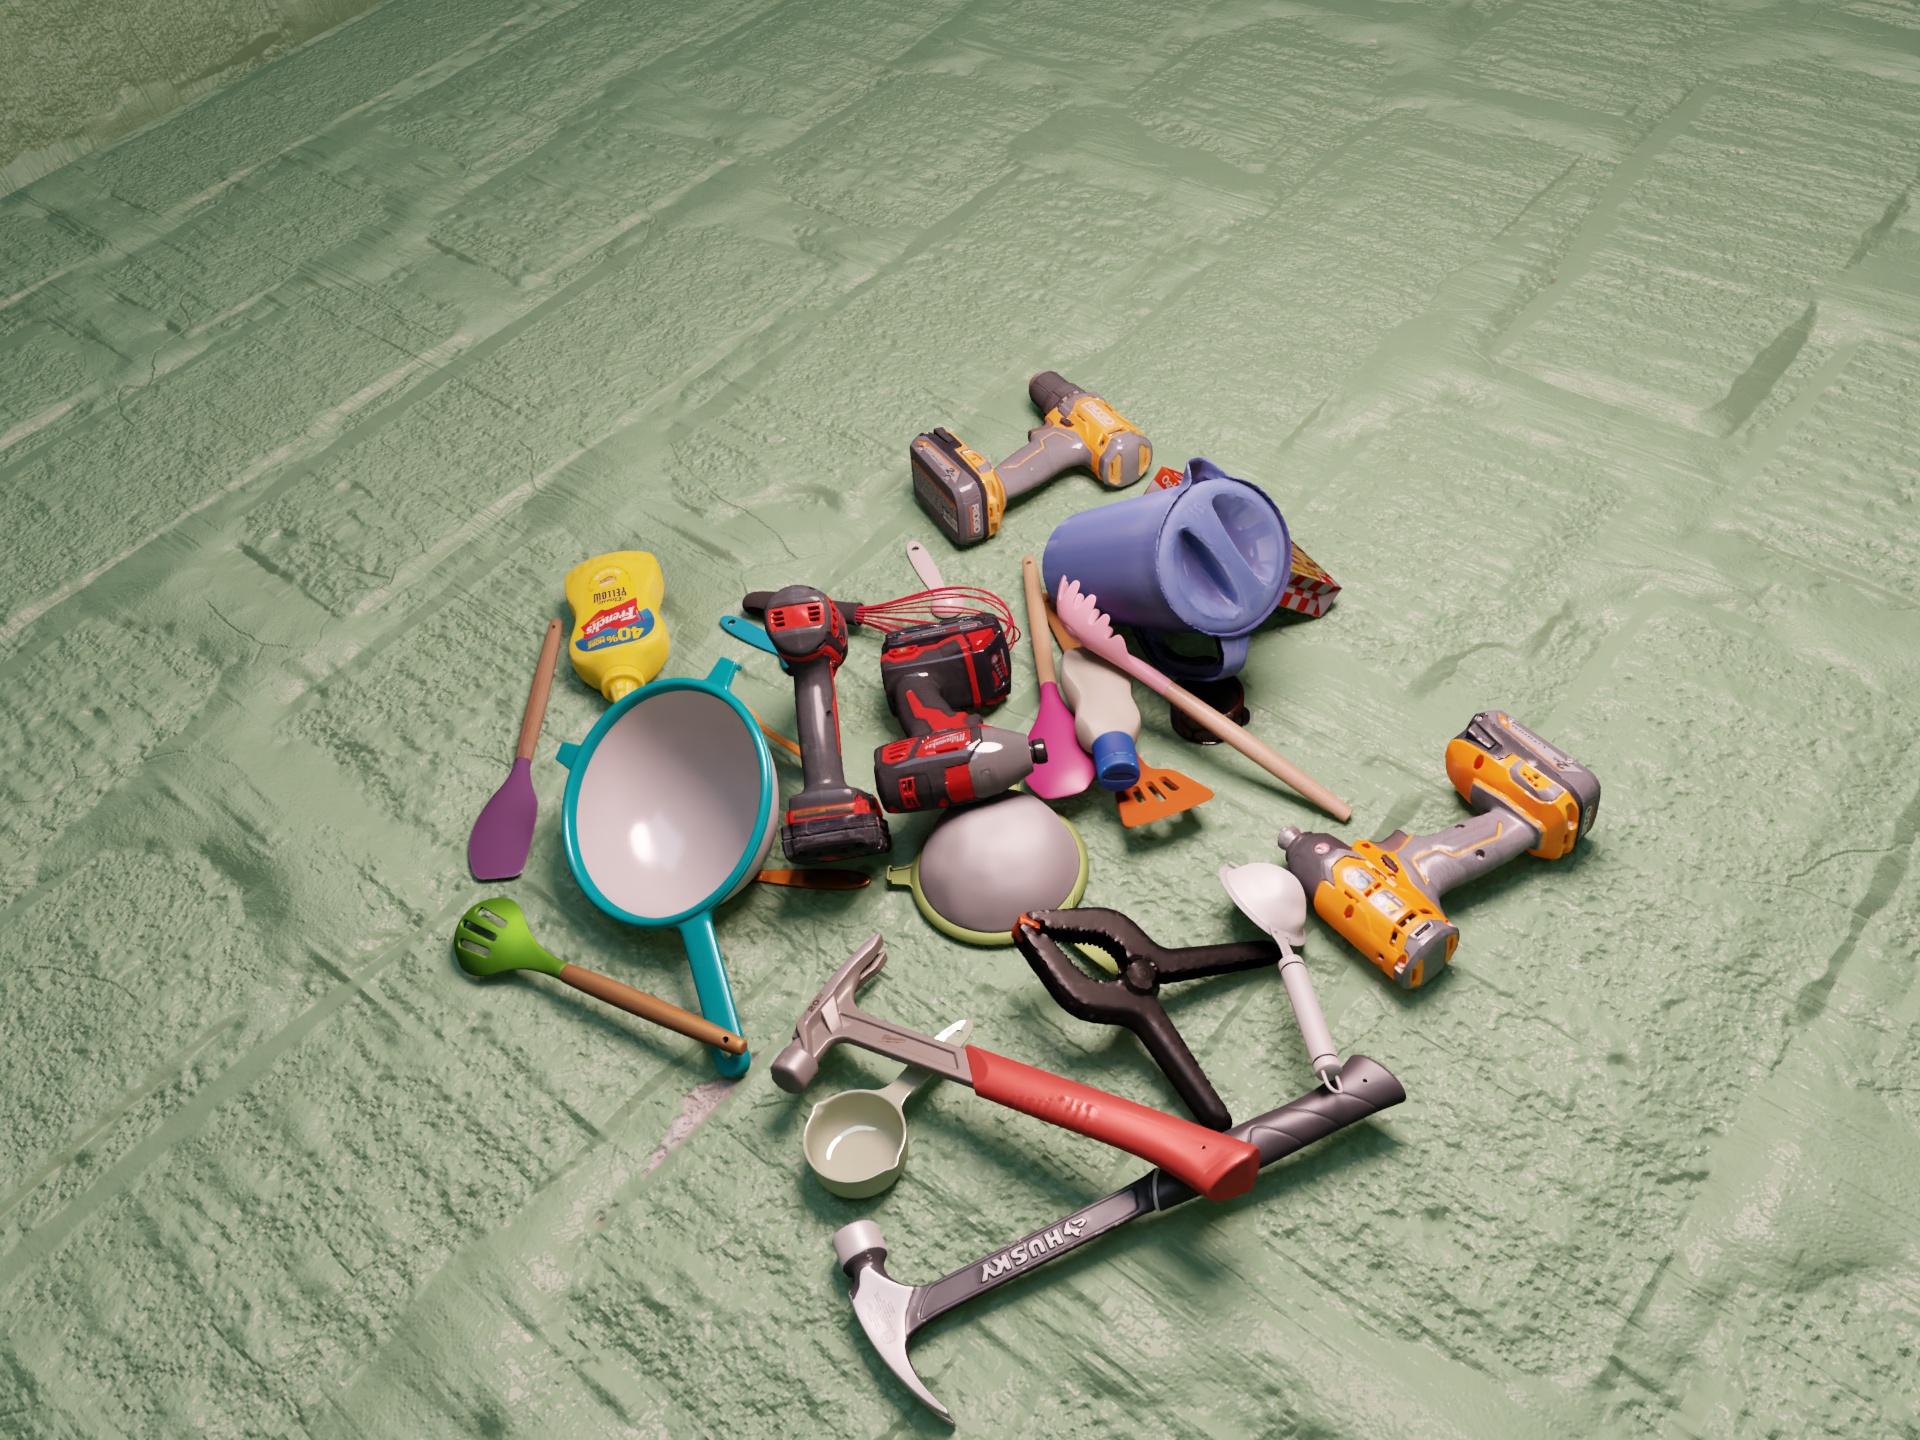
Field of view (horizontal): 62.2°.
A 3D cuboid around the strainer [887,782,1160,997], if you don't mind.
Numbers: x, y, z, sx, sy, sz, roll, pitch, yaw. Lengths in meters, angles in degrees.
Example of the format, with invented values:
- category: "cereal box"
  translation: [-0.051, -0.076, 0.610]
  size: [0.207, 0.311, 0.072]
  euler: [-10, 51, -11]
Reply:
- category: "strainer"
  translation: [0.063, 0.133, 1.284]
  size: [0.151, 0.069, 0.257]
  euler: [-36, 51, -22]

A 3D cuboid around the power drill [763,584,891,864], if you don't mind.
- category: "power drill"
  translation: [-0.115, 0.005, 1.355]
  size: [0.080, 0.188, 0.227]
  euler: [-9, 83, 2]

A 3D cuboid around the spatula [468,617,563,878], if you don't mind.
- category: "spatula"
  translation: [-0.411, 0.020, 1.503]
  size: [0.060, 0.018, 0.316]
  euler: [-5, 49, 7]

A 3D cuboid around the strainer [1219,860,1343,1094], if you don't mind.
- category: "strainer"
  translation: [0.248, 0.178, 1.189]
  size: [0.086, 0.050, 0.259]
  euler: [28, 29, -24]

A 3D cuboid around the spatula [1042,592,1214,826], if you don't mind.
- category: "spatula"
  translation: [0.129, -0.018, 1.429]
  size: [0.081, 0.041, 0.323]
  euler: [-19, 47, -6]

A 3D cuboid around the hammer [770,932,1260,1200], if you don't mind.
- category: "hammer"
  translation: [0.045, 0.256, 1.144]
  size: [0.359, 0.036, 0.149]
  euler: [13, 42, 29]

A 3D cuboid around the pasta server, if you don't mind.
- category: "pasta server"
  translation: [0.204, -0.018, 1.358]
  size: [0.316, 0.060, 0.040]
  euler: [36, 88, 12]

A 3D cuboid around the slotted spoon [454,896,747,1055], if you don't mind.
- category: "slotted spoon"
  translation: [-0.299, 0.210, 1.285]
  size: [0.314, 0.031, 0.070]
  euler: [16, 72, 27]

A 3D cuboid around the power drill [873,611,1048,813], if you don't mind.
- category: "power drill"
  translation: [-0.002, -0.004, 1.372]
  size: [0.143, 0.078, 0.220]
  euler: [-11, 31, 4]

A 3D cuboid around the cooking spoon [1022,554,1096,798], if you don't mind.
- category: "cooking spoon"
  translation: [0.077, -0.048, 1.452]
  size: [0.069, 0.017, 0.319]
  euler: [-13, 43, 7]

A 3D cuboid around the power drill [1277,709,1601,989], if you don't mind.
- category: "power drill"
  translation: [0.374, 0.091, 1.265]
  size: [0.226, 0.084, 0.164]
  euler: [-35, 51, -16]

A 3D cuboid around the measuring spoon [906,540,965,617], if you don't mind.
- category: "measuring spoon"
  translation: [-0.030, -0.147, 1.587]
  size: [0.034, 0.018, 0.124]
  euler: [-21, 48, -9]

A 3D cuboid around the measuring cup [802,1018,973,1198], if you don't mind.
- category: "measuring cup"
  translation: [-0.046, 0.288, 1.189]
  size: [0.083, 0.038, 0.167]
  euler: [28, 53, 32]

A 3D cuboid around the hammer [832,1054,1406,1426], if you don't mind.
- category: "hammer"
  translation: [0.121, 0.336, 1.097]
  size: [0.409, 0.036, 0.149]
  euler: [-24, 50, -6]

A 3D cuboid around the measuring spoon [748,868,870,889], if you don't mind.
- category: "measuring spoon"
  translation: [-0.134, 0.132, 1.358]
  size: [0.117, 0.011, 0.021]
  euler: [2, 49, 11]

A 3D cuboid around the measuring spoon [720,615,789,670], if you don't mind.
- category: "measuring spoon"
  translation: [-0.189, -0.082, 1.552]
  size: [0.129, 0.021, 0.042]
  euler: [26, 57, 28]

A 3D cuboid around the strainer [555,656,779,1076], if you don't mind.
- category: "strainer"
  translation: [-0.208, 0.132, 1.325]
  size: [0.211, 0.095, 0.341]
  euler: [-26, 68, 19]

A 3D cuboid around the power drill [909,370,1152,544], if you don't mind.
- category: "power drill"
  translation: [0.060, -0.286, 1.659]
  size: [0.226, 0.084, 0.186]
  euler: [-23, 48, -17]

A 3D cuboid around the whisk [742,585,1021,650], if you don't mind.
- category: "whisk"
  translation: [-0.080, -0.101, 1.530]
  size: [0.296, 0.073, 0.073]
  euler: [7, 50, 22]

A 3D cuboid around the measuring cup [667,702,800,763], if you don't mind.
- category: "measuring cup"
  translation: [-0.194, 0.026, 1.436]
  size: [0.173, 0.095, 0.052]
  euler: [30, 101, 4]
